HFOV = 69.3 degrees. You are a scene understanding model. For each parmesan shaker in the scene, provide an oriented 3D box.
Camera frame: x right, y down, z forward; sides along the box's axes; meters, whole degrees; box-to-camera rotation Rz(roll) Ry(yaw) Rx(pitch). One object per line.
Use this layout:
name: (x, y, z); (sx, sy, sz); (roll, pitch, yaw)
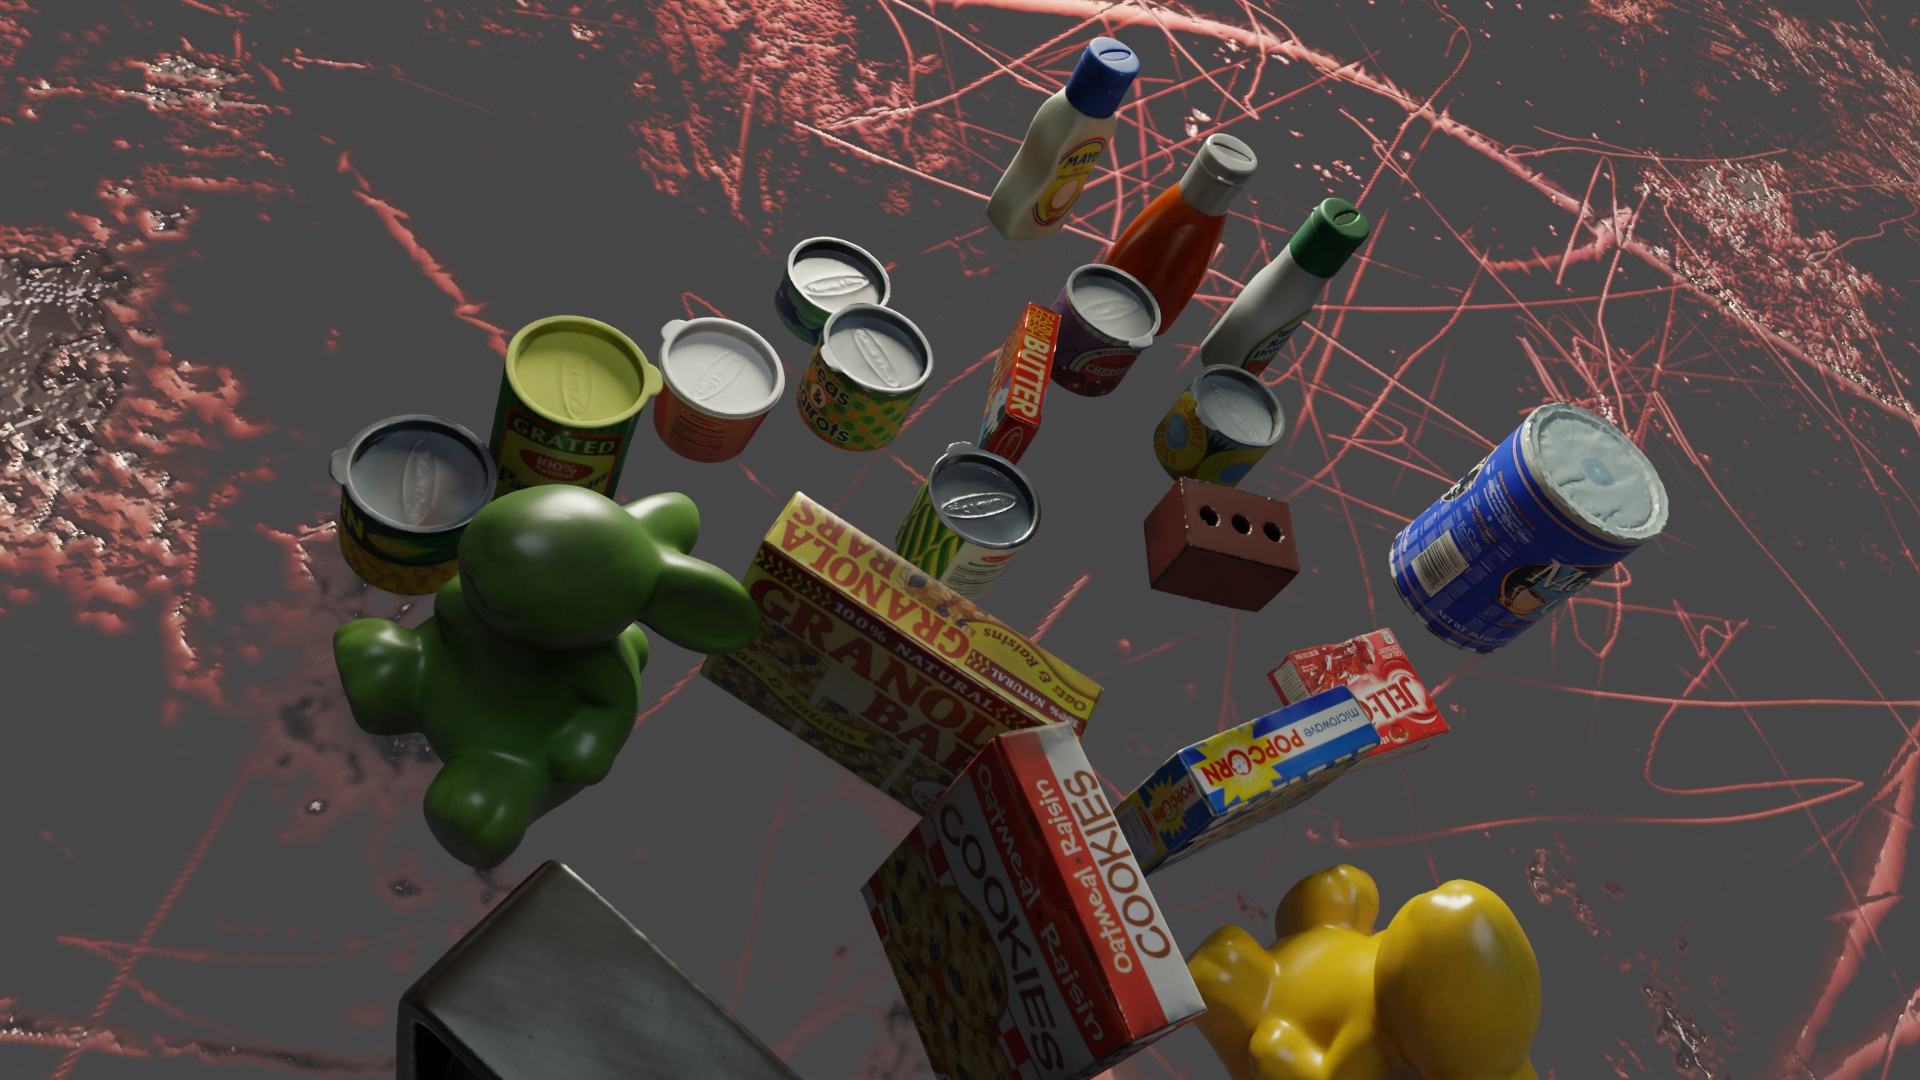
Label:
parmesan shaker: (-0.192, -0.050, 0.679); (0.071, 0.102, 0.071); (13, 52, -17)

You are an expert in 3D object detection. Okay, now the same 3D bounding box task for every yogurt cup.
yogurt cup: (-0.136, -0.079, 0.759); (0.072, 0.053, 0.073); (13, 52, -17)

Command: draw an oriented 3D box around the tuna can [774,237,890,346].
tuna can: (-0.078, -0.149, 0.852); (0.071, 0.032, 0.071); (13, 52, -17)

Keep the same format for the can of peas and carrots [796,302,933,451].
can of peas and carrots: (-0.058, -0.093, 0.804); (0.071, 0.058, 0.071); (13, 52, -17)

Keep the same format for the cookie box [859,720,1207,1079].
cookie box: (0.021, 0.168, 0.580); (0.040, 0.166, 0.123); (-10, 62, -31)

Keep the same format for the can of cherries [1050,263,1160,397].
can of cherries: (0.089, -0.134, 0.905); (0.071, 0.058, 0.072); (13, 52, -17)

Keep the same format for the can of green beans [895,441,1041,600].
can of green beans: (0.003, -0.008, 0.772); (0.071, 0.057, 0.071); (13, 52, -17)

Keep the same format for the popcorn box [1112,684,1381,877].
popcorn box: (0.148, 0.126, 0.726); (0.127, 0.084, 0.038); (-15, 64, -33)

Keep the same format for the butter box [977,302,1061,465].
butter box: (0.035, -0.093, 0.853); (0.024, 0.052, 0.104); (22, 50, -11)

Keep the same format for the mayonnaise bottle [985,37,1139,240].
mayonnaise bottle: (0.071, -0.267, 0.934); (0.065, 0.147, 0.041); (-22, 68, -36)

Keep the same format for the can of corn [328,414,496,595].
can of corn: (-0.258, -0.016, 0.651); (0.071, 0.058, 0.071); (13, 52, -17)

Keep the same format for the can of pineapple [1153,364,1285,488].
can of pineapple: (0.164, -0.071, 0.896); (0.071, 0.057, 0.071); (13, 52, -17)

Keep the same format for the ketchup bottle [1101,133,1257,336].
ketchup bottle: (0.143, -0.201, 0.921); (0.065, 0.148, 0.044); (20, 50, -12)

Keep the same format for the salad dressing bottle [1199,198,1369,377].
salad dressing bottle: (0.215, -0.164, 0.929); (0.064, 0.147, 0.044); (-27, 72, -37)

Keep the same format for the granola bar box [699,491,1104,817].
granola bar box: (-0.033, 0.066, 0.656); (0.165, 0.123, 0.039); (33, 49, -1)
